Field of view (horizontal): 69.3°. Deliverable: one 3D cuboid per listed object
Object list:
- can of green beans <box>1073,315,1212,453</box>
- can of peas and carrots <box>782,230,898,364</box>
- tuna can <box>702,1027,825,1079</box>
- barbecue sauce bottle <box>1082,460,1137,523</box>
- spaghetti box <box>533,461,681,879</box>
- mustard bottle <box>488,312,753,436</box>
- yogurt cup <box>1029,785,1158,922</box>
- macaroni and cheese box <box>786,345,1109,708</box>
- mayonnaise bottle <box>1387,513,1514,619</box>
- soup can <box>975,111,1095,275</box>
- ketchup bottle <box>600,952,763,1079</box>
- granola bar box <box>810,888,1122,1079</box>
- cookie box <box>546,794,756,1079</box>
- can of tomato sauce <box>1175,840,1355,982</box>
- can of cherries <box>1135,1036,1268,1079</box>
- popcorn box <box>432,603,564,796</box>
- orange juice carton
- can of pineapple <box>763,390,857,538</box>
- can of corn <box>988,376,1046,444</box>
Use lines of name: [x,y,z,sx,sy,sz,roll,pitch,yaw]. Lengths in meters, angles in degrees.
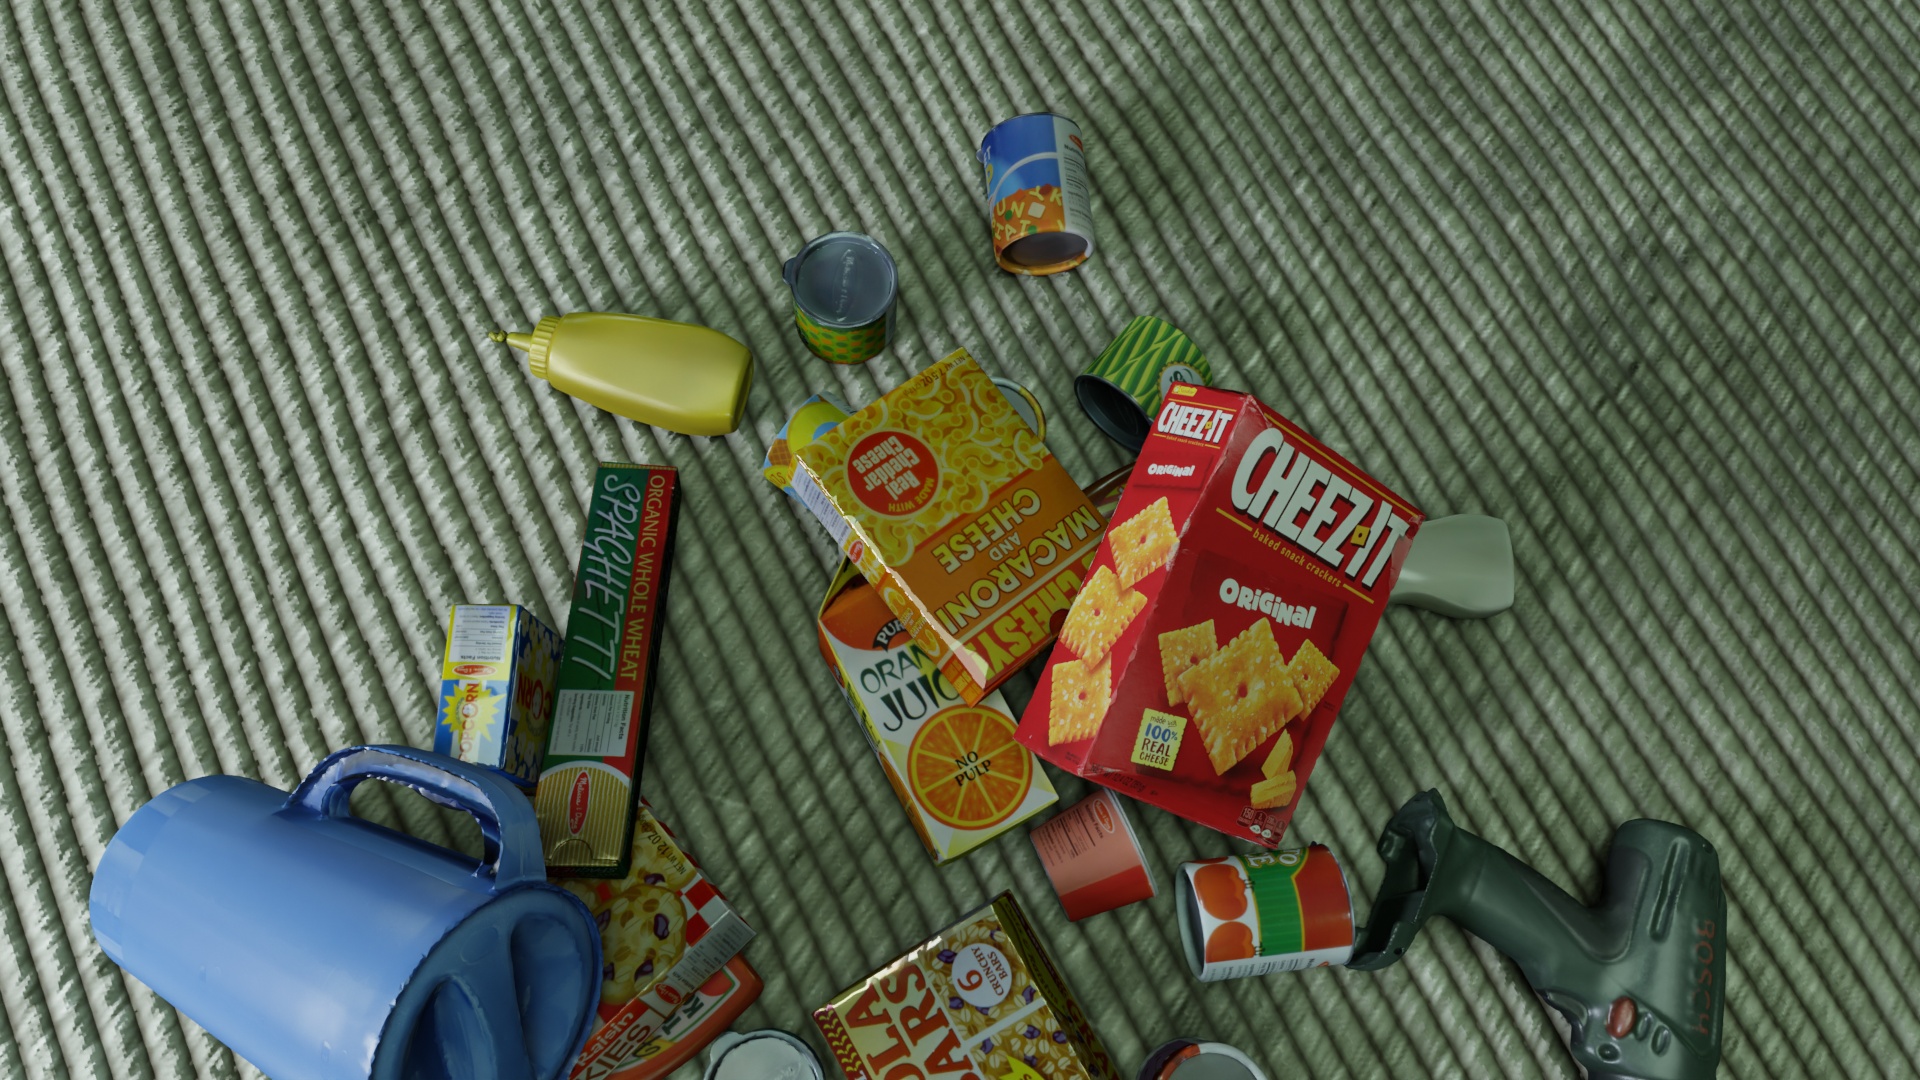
can of green beans: [0.114,-0.098,0.867,0.071,0.071,0.058,41,74,8]
can of peas and carrots: [-0.075,-0.152,0.873,0.071,0.058,0.071,1,73,-3]
tuna can: [-0.107,0.295,0.746,0.071,0.032,0.071,1,73,-4]
barbecue sauce bottle: [0.096,-0.011,0.851,0.149,0.043,0.065,-19,84,-9]
spaghetti box: [-0.196,0.065,0.780,0.050,0.028,0.251,2,58,-2]
mustard bottle: [-0.210,-0.110,0.855,0.160,0.048,0.065,14,73,1]
yogurt cup: [0.074,0.179,0.781,0.054,0.072,0.072,-24,76,-3]
macaroni and cheese box: [0.003,-0.010,0.774,0.124,0.040,0.166,-35,81,-23]
mayonnaise bottle: [0.262,0.014,0.858,0.148,0.041,0.065,3,73,-2]
soup can: [0.048,-0.223,0.902,0.071,0.071,0.084,-4,74,-5]
ketchup bottle: [-0.180,0.268,0.743,0.149,0.043,0.065,-40,70,-14]
granola bar box: [0.014,0.288,0.728,0.124,0.039,0.166,-35,77,15]
cookie box: [-0.211,0.220,0.732,0.168,0.040,0.123,-41,53,-14]
can of tomato sauce: [0.168,0.206,0.778,0.083,0.071,0.071,-6,74,-5]
can of cherries: [0.130,0.306,0.747,0.071,0.058,0.071,1,73,-4]
popcorn box: [-0.242,0.089,0.751,0.038,0.126,0.085,0,73,0]
orange juice carton: [-0.026,0.084,0.797,0.073,0.071,0.193,-27,77,-12]
can of pineapple: [-0.078,-0.047,0.837,0.058,0.070,0.071,36,74,7]
can of corn: [0.018,-0.058,0.851,0.071,0.058,0.071,1,73,-4]
